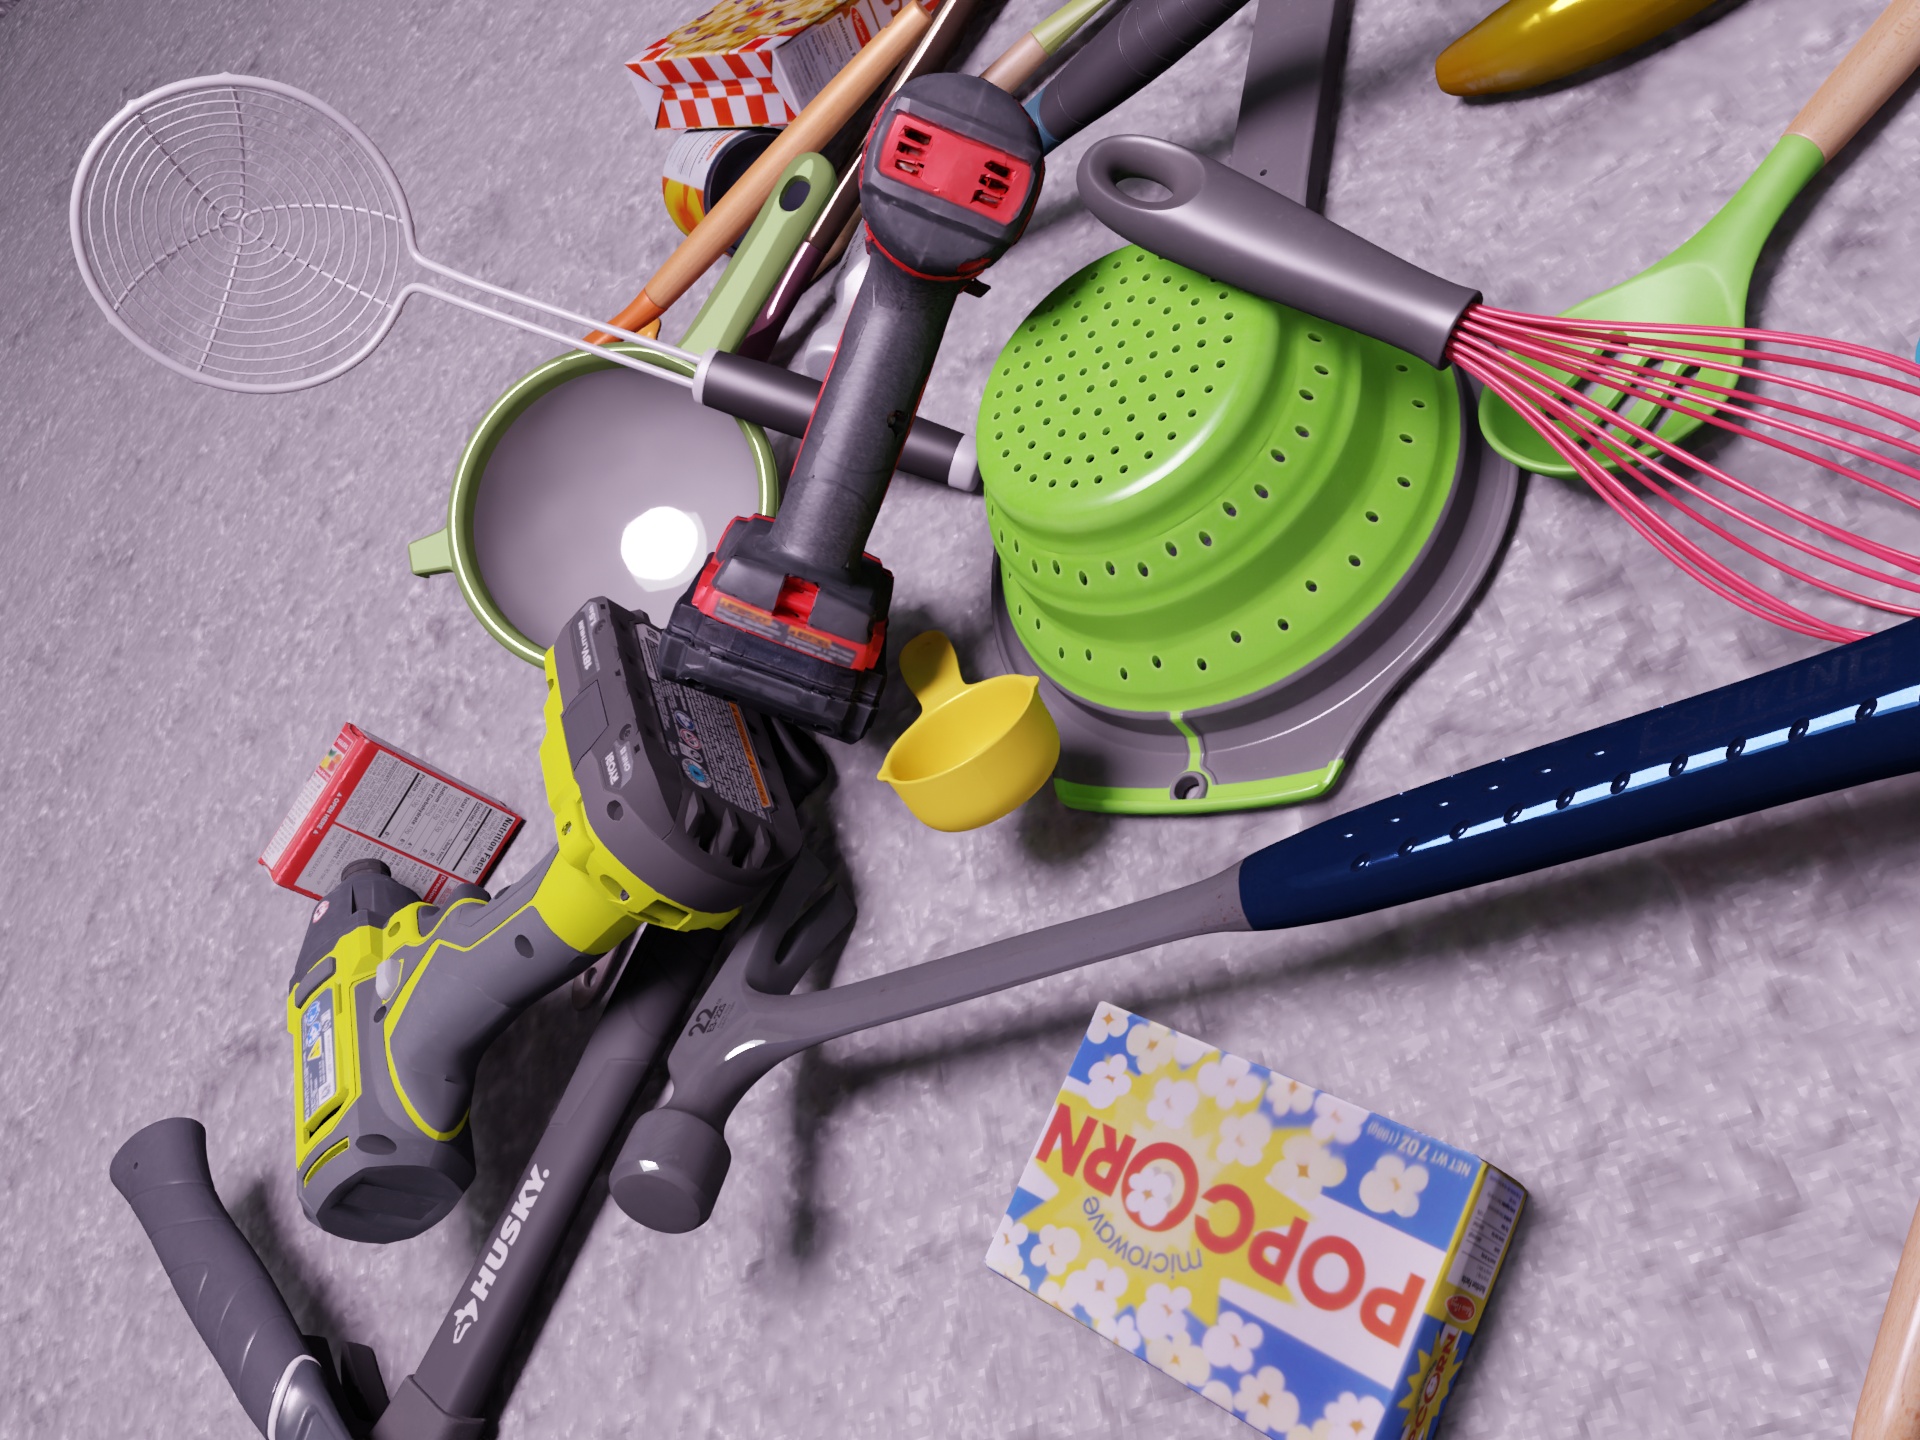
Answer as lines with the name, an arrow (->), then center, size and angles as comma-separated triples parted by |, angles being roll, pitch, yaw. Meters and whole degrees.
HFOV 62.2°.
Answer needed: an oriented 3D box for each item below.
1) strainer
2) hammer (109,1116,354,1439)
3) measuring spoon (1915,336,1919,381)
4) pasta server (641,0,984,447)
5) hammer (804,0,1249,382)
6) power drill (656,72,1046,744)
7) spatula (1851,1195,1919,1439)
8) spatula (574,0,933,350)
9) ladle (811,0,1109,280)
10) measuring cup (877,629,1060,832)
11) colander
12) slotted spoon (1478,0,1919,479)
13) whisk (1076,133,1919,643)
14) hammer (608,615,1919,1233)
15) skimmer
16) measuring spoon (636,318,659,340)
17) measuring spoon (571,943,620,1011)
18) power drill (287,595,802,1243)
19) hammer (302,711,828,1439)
strainer -> -0.120, -0.133, 0.716 | 0.151, 0.069, 0.256 | 29, 86, 13
hammer -> -0.232, 0.260, 0.567 | 0.409, 0.036, 0.149 | 26, 83, 44
measuring spoon -> 0.316, -0.098, 0.403 | 0.128, 0.021, 0.042 | -8, 60, 25
pasta server -> -0.061, -0.249, 0.741 | 0.316, 0.040, 0.060 | -55, 26, 14
hammer -> 0.047, -0.245, 0.623 | 0.331, 0.033, 0.128 | -22, 45, 51
power drill -> -0.033, -0.115, 0.570 | 0.143, 0.078, 0.219 | -97, 27, -73
spatula -> 0.263, 0.016, 0.350 | 0.044, 0.082, 0.317 | 10, 75, 65
spatula -> -0.123, -0.213, 0.761 | 0.322, 0.041, 0.081 | -38, 33, 27
ladle -> 0.009, -0.307, 0.743 | 0.320, 0.062, 0.078 | -38, 34, 19
measuring cup -> -0.001, -0.002, 0.567 | 0.062, 0.029, 0.157 | -32, 18, 2
colander -> 0.089, -0.166, 0.566 | 0.204, 0.094, 0.397 | -5, 62, 37
slotted spoon -> 0.274, -0.191, 0.481 | 0.314, 0.031, 0.070 | -50, 46, 2
whisk -> 0.155, -0.099, 0.435 | 0.296, 0.073, 0.073 | 32, 87, 22
hammer -> 0.073, 0.047, 0.449 | 0.405, 0.035, 0.144 | -21, 28, 30
skimmer -> -0.168, -0.154, 0.640 | 0.363, 0.090, 0.127 | 20, 110, 6
measuring spoon -> -0.166, -0.176, 0.836 | 0.021, 0.011, 0.117 | -30, 50, 22
measuring spoon -> -0.134, 0.065, 0.670 | 0.034, 0.018, 0.124 | 17, 83, 43
power drill -> -0.174, 0.066, 0.610 | 0.223, 0.080, 0.171 | -42, 43, 16
hammer -> -0.143, 0.145, 0.612 | 0.146, 0.035, 0.335 | 16, 76, 43
